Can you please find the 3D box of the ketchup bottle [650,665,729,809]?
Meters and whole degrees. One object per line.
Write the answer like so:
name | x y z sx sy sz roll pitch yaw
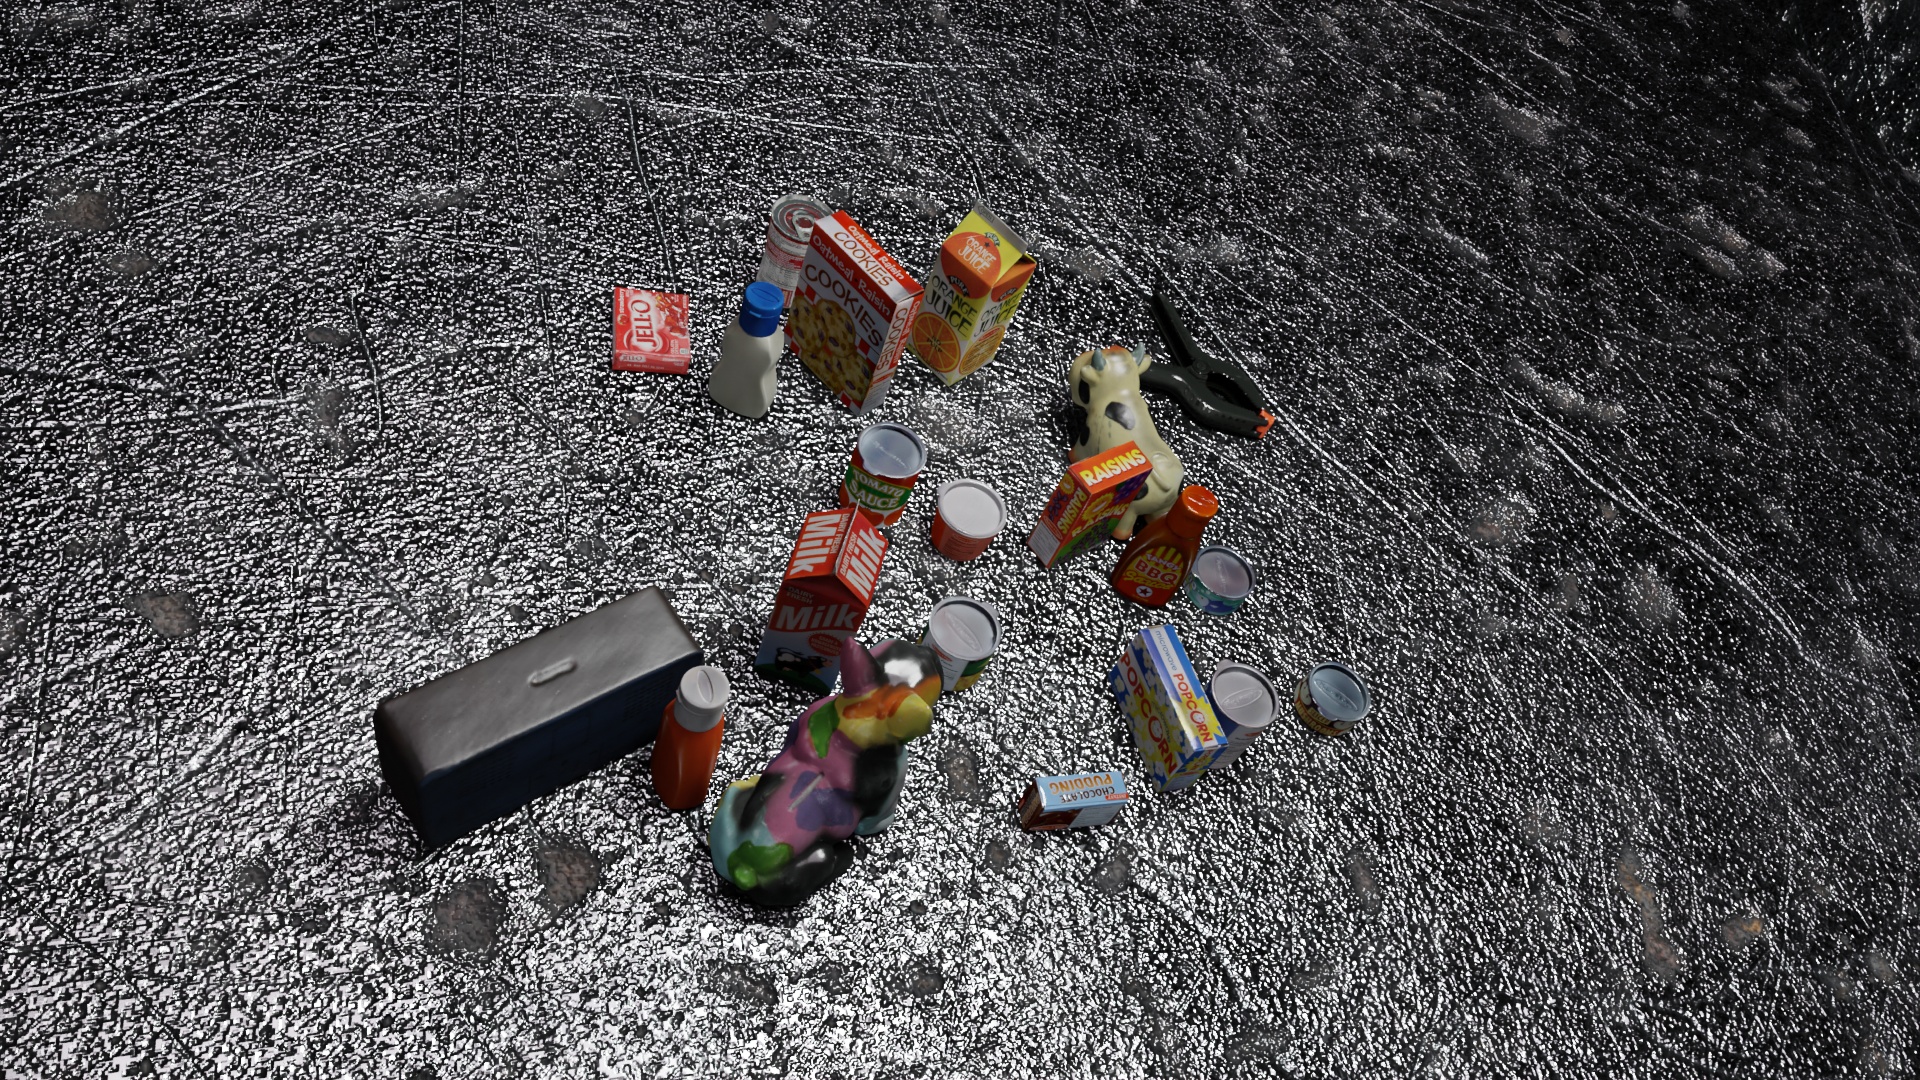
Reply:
ketchup bottle | -0.207 0.148 1.066 0.043 0.148 0.065 -7 58 -25

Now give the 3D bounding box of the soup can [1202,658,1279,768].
soup can | 0.241 0.158 1.267 0.071 0.083 0.072 10 52 -13

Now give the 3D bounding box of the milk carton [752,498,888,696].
milk carton | -0.113 0.046 1.151 0.073 0.189 0.073 19 51 -6

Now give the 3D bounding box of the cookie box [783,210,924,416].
cookie box | -0.108 -0.222 1.369 0.040 0.166 0.123 -32 71 -36

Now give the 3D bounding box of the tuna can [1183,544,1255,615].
tuna can | 0.257 0.040 1.395 0.071 0.032 0.071 10 52 -13

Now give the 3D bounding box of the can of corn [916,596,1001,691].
can of corn | -0.002 0.092 1.243 0.071 0.058 0.071 10 52 -13

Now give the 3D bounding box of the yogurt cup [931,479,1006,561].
yogurt cup | 0.005 -0.017 1.330 0.072 0.053 0.073 10 52 -13

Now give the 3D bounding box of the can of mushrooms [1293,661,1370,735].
can of mushrooms | 0.359 0.155 1.346 0.071 0.033 0.071 10 52 -13

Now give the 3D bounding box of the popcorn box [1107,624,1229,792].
popcorn box | 0.184 0.151 1.251 0.038 0.084 0.127 -6 57 -24

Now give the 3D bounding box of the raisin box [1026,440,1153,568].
raisin box | 0.124 -0.035 1.343 0.086 0.122 0.040 -23 65 -32

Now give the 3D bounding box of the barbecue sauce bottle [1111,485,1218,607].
barbecue sauce bottle | 0.198 0.005 1.325 0.065 0.147 0.044 23 50 -3

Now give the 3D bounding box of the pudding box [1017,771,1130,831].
pudding box | 0.096 0.223 1.187 0.084 0.049 0.030 -1 55 -21

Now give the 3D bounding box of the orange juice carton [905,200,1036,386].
orange juice carton | 0.014 -0.255 1.423 0.072 0.191 0.073 44 52 14

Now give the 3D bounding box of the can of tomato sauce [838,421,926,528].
can of tomato sauce | -0.075 -0.060 1.314 0.071 0.082 0.071 10 52 -13

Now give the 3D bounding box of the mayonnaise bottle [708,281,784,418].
mayonnaise bottle | -0.198 -0.181 1.317 0.065 0.147 0.041 25 50 -1
